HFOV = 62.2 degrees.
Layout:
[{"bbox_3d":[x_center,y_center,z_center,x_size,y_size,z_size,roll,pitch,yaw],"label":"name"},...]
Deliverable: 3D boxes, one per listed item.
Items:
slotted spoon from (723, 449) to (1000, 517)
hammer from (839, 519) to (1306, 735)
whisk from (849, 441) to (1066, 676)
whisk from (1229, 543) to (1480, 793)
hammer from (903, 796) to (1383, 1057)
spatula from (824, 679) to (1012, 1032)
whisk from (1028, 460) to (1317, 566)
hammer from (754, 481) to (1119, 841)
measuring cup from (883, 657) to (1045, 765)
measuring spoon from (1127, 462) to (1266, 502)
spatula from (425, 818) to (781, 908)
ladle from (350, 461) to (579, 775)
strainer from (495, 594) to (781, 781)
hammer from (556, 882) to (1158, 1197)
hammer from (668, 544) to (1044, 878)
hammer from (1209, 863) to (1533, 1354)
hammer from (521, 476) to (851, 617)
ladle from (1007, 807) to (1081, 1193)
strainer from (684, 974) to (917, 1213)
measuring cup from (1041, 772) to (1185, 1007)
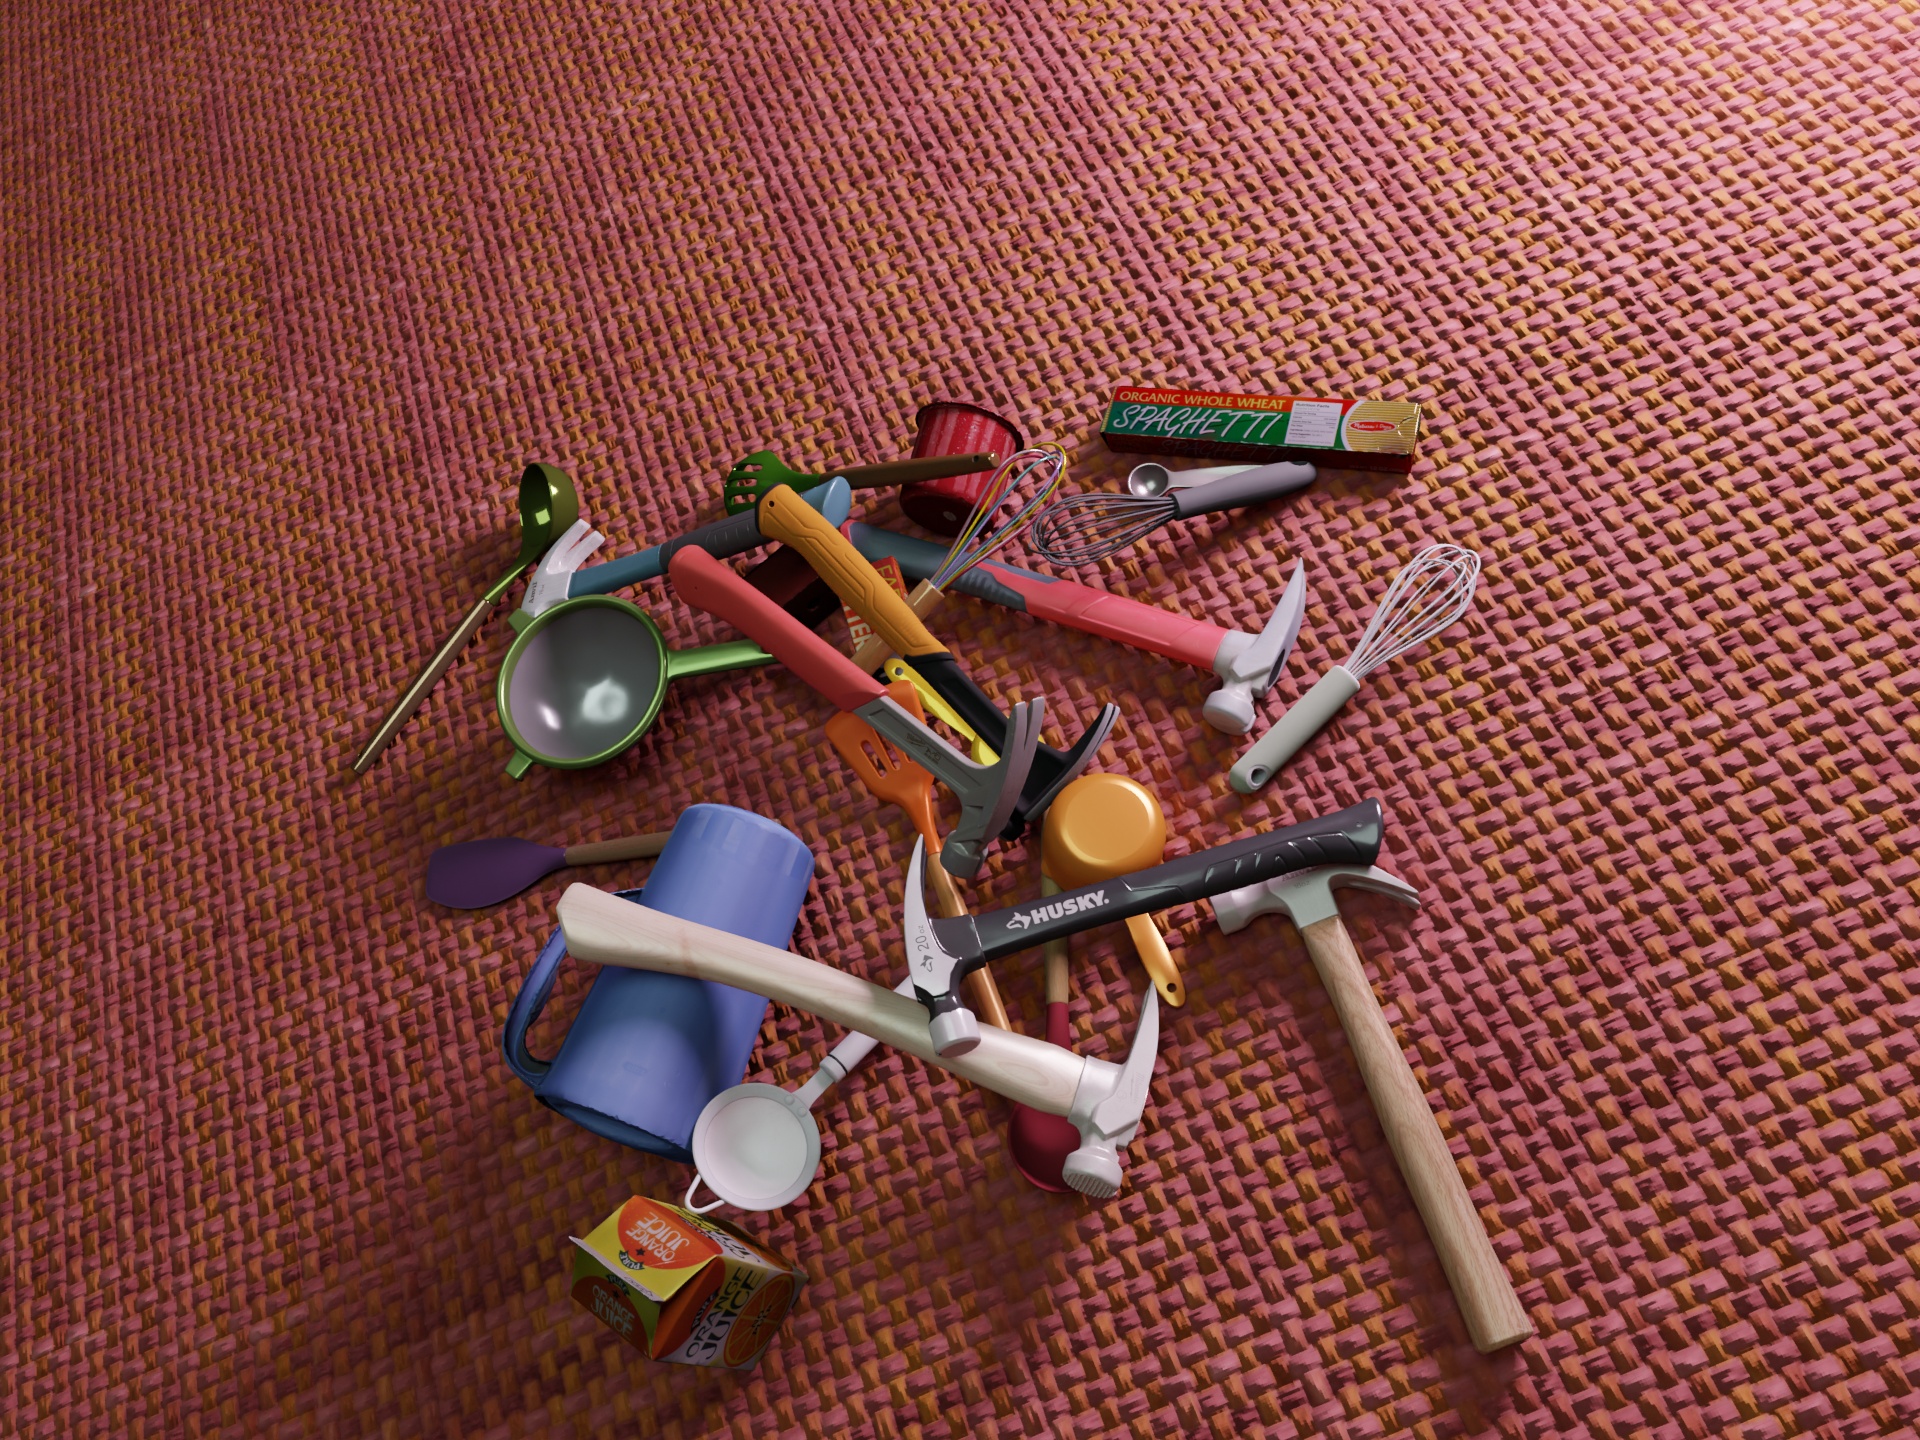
[{"bbox_3d":[-0.092,-0.199,1.297,0.314,0.031,0.070,1,78,41],"label":"slotted spoon"},{"bbox_3d":[0.075,-0.109,1.254,0.386,0.038,0.143,20,70,26],"label":"hammer"},{"bbox_3d":[-0.006,-0.120,1.230,0.047,0.051,0.245,45,97,12],"label":"whisk"},{"bbox_3d":[0.284,-0.037,1.148,0.246,0.057,0.059,-44,25,-4],"label":"whisk"},{"bbox_3d":[0.123,0.108,1.059,0.334,0.035,0.146,-16,60,-4],"label":"hammer"},{"bbox_3d":[-0.015,0.119,1.165,0.081,0.041,0.323,-28,60,11],"label":"spatula"},{"bbox_3d":[0.165,-0.164,1.224,0.239,0.055,0.055,-15,58,-11],"label":"whisk"},{"bbox_3d":[-0.034,-0.069,1.195,0.337,0.034,0.127,45,101,18],"label":"hammer"},{"bbox_3d":[-0.002,-0.004,1.214,0.157,0.029,0.062,37,84,18],"label":"measuring cup"},{"bbox_3d":[0.196,-0.190,1.272,0.124,0.018,0.034,-1,66,10],"label":"measuring spoon"},{"bbox_3d":[-0.291,0.108,1.274,0.316,0.018,0.060,-9,64,15],"label":"spatula"},{"bbox_3d":[-0.444,-0.091,1.407,0.078,0.062,0.320,23,75,50],"label":"ladle"},{"bbox_3d":[-0.249,-0.032,1.304,0.256,0.069,0.152,-9,68,8],"label":"strainer"},{"bbox_3d":[-0.072,0.180,1.065,0.410,0.038,0.146,18,58,6],"label":"hammer"},{"bbox_3d":[-0.092,-0.041,1.184,0.359,0.036,0.149,37,123,29],"label":"hammer"},{"bbox_3d":[0.277,0.231,1.016,0.130,0.031,0.332,-23,59,6],"label":"hammer"},{"bbox_3d":[-0.236,-0.139,1.335,0.331,0.033,0.128,-14,57,26],"label":"hammer"},{"bbox_3d":[0.066,0.175,1.117,0.069,0.031,0.316,1,61,-1],"label":"ladle"},{"bbox_3d":[-0.093,0.248,1.099,0.087,0.050,0.258,43,63,11],"label":"strainer"},{"bbox_3d":[0.118,0.115,1.108,0.095,0.052,0.174,-20,63,-9],"label":"measuring cup"}]
